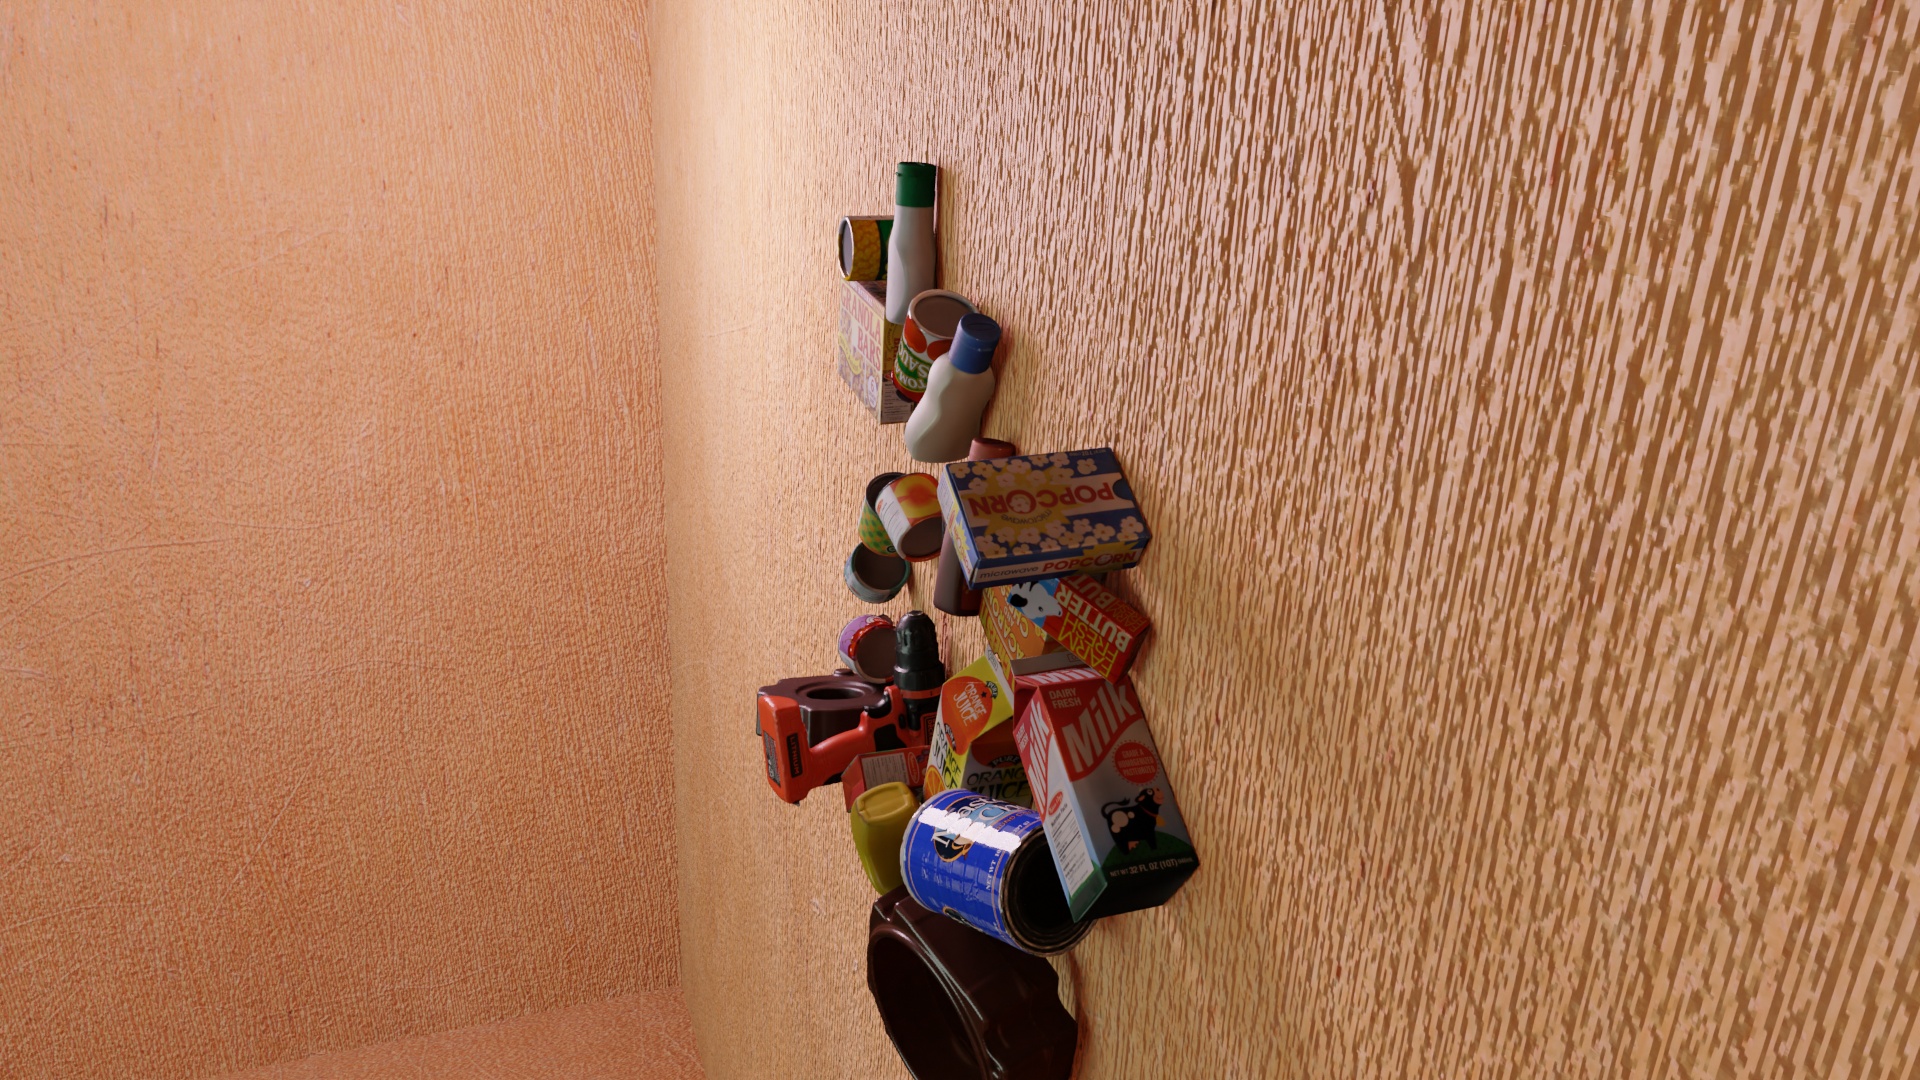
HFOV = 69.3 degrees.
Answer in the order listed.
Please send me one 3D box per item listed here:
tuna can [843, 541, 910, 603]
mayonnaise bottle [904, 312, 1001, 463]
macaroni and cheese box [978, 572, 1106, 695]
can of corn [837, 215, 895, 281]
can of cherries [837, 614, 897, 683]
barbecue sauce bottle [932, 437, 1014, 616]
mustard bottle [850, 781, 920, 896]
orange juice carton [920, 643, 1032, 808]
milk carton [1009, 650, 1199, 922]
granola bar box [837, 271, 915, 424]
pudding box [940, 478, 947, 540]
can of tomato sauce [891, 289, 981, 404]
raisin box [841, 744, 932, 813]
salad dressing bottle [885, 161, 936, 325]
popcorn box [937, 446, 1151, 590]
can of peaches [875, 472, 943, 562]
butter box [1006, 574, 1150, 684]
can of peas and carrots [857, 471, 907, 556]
[{"bbox_3d":[-0.087,0.029,1.469,0.032,0.071,0.071,129,133,-62],"label":"tuna can"},{"bbox_3d":[-0.002,-0.129,1.197,0.147,0.065,0.041,112,144,-45],"label":"mayonnaise bottle"},{"bbox_3d":[0.060,0.037,1.090,0.124,0.040,0.165,-116,29,-46],"label":"macaroni and cheese box"},{"bbox_3d":[-0.088,-0.291,1.397,0.071,0.058,0.071,176,89,-71],"label":"can of corn"},{"bbox_3d":[-0.092,0.115,1.505,0.058,0.071,0.071,-161,68,-69],"label":"can of cherries"},{"bbox_3d":[0.016,-0.012,1.178,0.044,0.065,0.148,22,110,40],"label":"barbecue sauce bottle"},{"bbox_3d":[-0.062,0.286,1.267,0.049,0.065,0.159,-121,21,-44],"label":"mustard bottle"},{"bbox_3d":[0.021,0.182,1.189,0.072,0.073,0.191,-117,29,-47],"label":"orange juice carton"},{"bbox_3d":[0.093,0.162,0.983,0.073,0.072,0.191,111,146,-52],"label":"milk carton"},{"bbox_3d":[-0.087,-0.206,1.445,0.166,0.039,0.123,-129,37,-58],"label":"granola bar box"},{"bbox_3d":[0.004,-0.016,1.249,0.050,0.030,0.083,-157,64,-69],"label":"pudding box"},{"bbox_3d":[-0.023,-0.169,1.227,0.082,0.071,0.071,109,149,-49],"label":"can of tomato sauce"},{"bbox_3d":[-0.042,0.221,1.301,0.085,0.123,0.040,124,137,-61],"label":"raisin box"},{"bbox_3d":[-0.044,-0.278,1.302,0.064,0.044,0.147,-131,41,-62],"label":"salad dressing bottle"},{"bbox_3d":[0.056,-0.017,0.961,0.038,0.127,0.085,104,153,-50],"label":"popcorn box"},{"bbox_3d":[-0.038,-0.022,1.313,0.070,0.071,0.058,104,147,-44],"label":"can of peaches"},{"bbox_3d":[0.083,0.051,0.983,0.104,0.024,0.052,38,136,23],"label":"butter box"},{"bbox_3d":[-0.065,-0.024,1.394,0.058,0.071,0.071,109,149,-50],"label":"can of peas and carrots"}]
